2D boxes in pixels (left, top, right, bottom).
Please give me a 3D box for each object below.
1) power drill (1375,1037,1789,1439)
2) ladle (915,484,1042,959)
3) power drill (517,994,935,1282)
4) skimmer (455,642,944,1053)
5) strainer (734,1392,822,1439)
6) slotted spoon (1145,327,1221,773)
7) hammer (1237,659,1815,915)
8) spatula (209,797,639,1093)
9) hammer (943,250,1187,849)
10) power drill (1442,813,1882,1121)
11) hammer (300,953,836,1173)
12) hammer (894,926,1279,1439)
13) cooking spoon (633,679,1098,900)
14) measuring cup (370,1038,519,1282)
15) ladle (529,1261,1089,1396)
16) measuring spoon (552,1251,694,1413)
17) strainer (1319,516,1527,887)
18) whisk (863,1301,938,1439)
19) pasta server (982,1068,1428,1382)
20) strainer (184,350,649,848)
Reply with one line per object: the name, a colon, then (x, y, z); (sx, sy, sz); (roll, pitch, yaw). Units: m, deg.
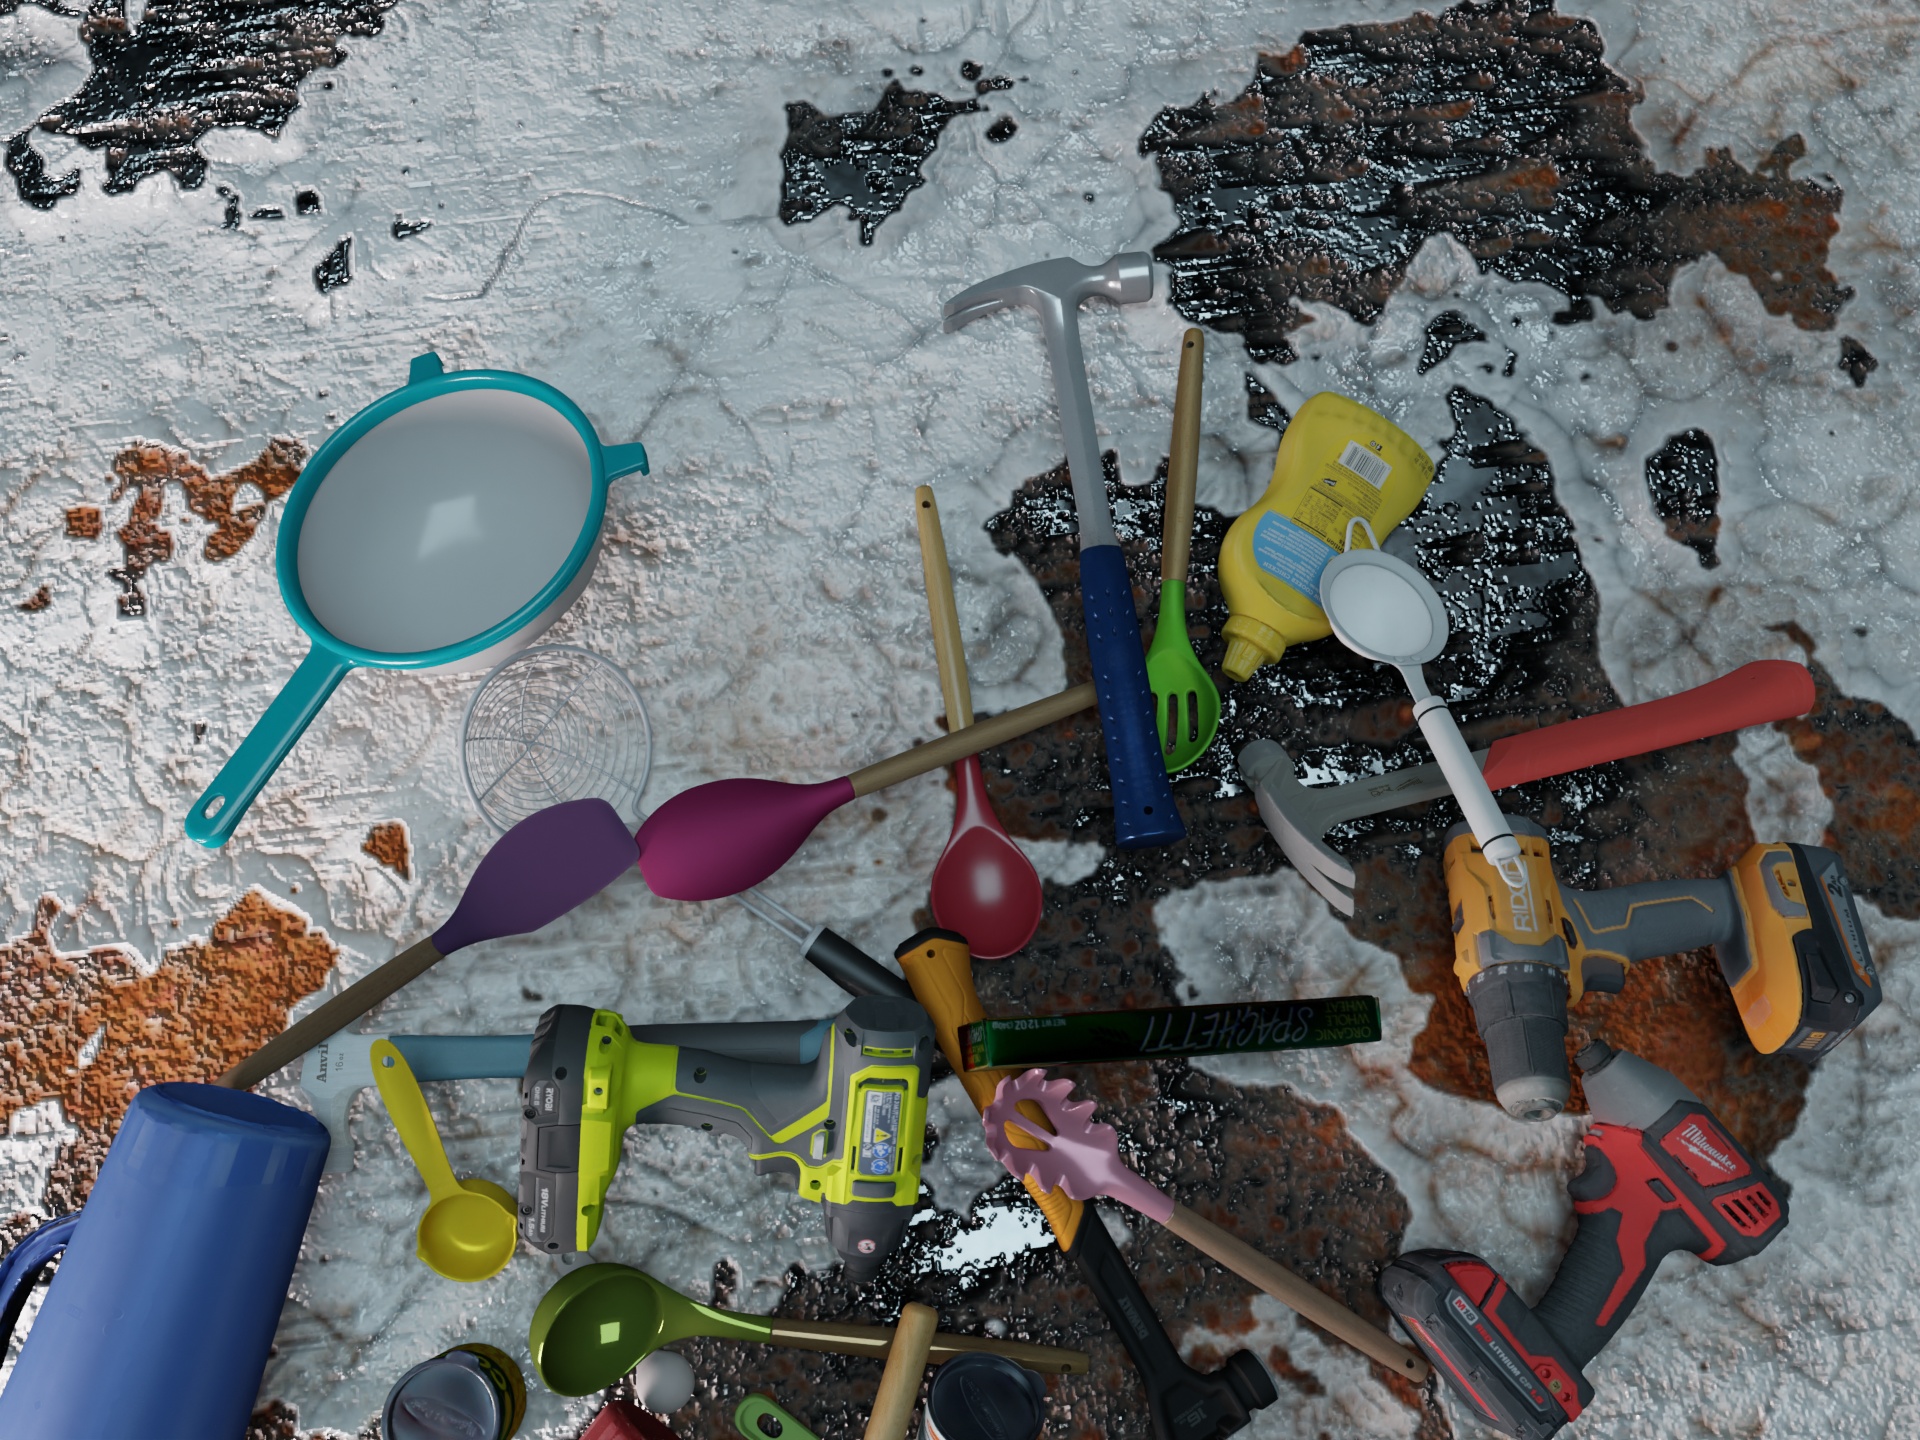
power drill: (0.357, 0.297, 0.924); (0.219, 0.078, 0.143); (-38, 80, -11)
ladle: (-0.002, -0.003, 1.013); (0.069, 0.031, 0.316); (-7, 76, -6)
power drill: (-0.132, 0.241, 0.908); (0.223, 0.080, 0.171); (4, 105, -7)
skimmer: (-0.137, 0.090, 0.956); (0.363, 0.090, 0.127); (34, 64, 6)
strainer: (-0.024, 0.465, 0.884); (0.256, 0.069, 0.151); (36, 80, 6)
slotted spoon: (0.143, -0.113, 1.037); (0.070, 0.031, 0.314); (-1, 73, 24)
hammer: (0.362, 0.024, 0.973); (0.359, 0.149, 0.036); (-13, 122, -9)
spatula: (-0.328, 0.144, 0.935); (0.316, 0.018, 0.060); (-34, 92, 4)
hammer: (0.082, -0.117, 1.015); (0.144, 0.035, 0.406); (-7, 71, -2)
power drill: (0.404, 0.149, 0.931); (0.226, 0.084, 0.186); (4, 53, 2)
hammer: (-0.228, 0.203, 0.961); (0.331, 0.033, 0.128); (-1, 78, -1)
hammer: (0.049, 0.276, 0.925); (0.127, 0.034, 0.337); (-28, 83, -16)
cooking spoon: (-0.044, 0.031, 0.970); (0.319, 0.017, 0.069); (-21, 82, -17)
measuring cup: (-0.304, 0.252, 0.927); (0.062, 0.029, 0.156); (-21, 99, 0)
ladle: (-0.082, 0.359, 0.907); (0.320, 0.062, 0.078); (8, 105, -5)
measuring spoon: (-0.202, 0.354, 0.934); (0.034, 0.018, 0.124); (-40, 80, -8)
strainer: (0.272, -0.011, 0.939); (0.087, 0.050, 0.259); (-2, 53, -20)
whisk: (-0.060, 0.438, 0.856); (0.047, 0.051, 0.245); (9, 68, 23)
pasta server: (0.143, 0.295, 0.906); (0.316, 0.040, 0.060); (34, 74, -8)
strainer: (-0.339, -0.056, 0.976); (0.211, 0.095, 0.340); (25, 73, 21)
